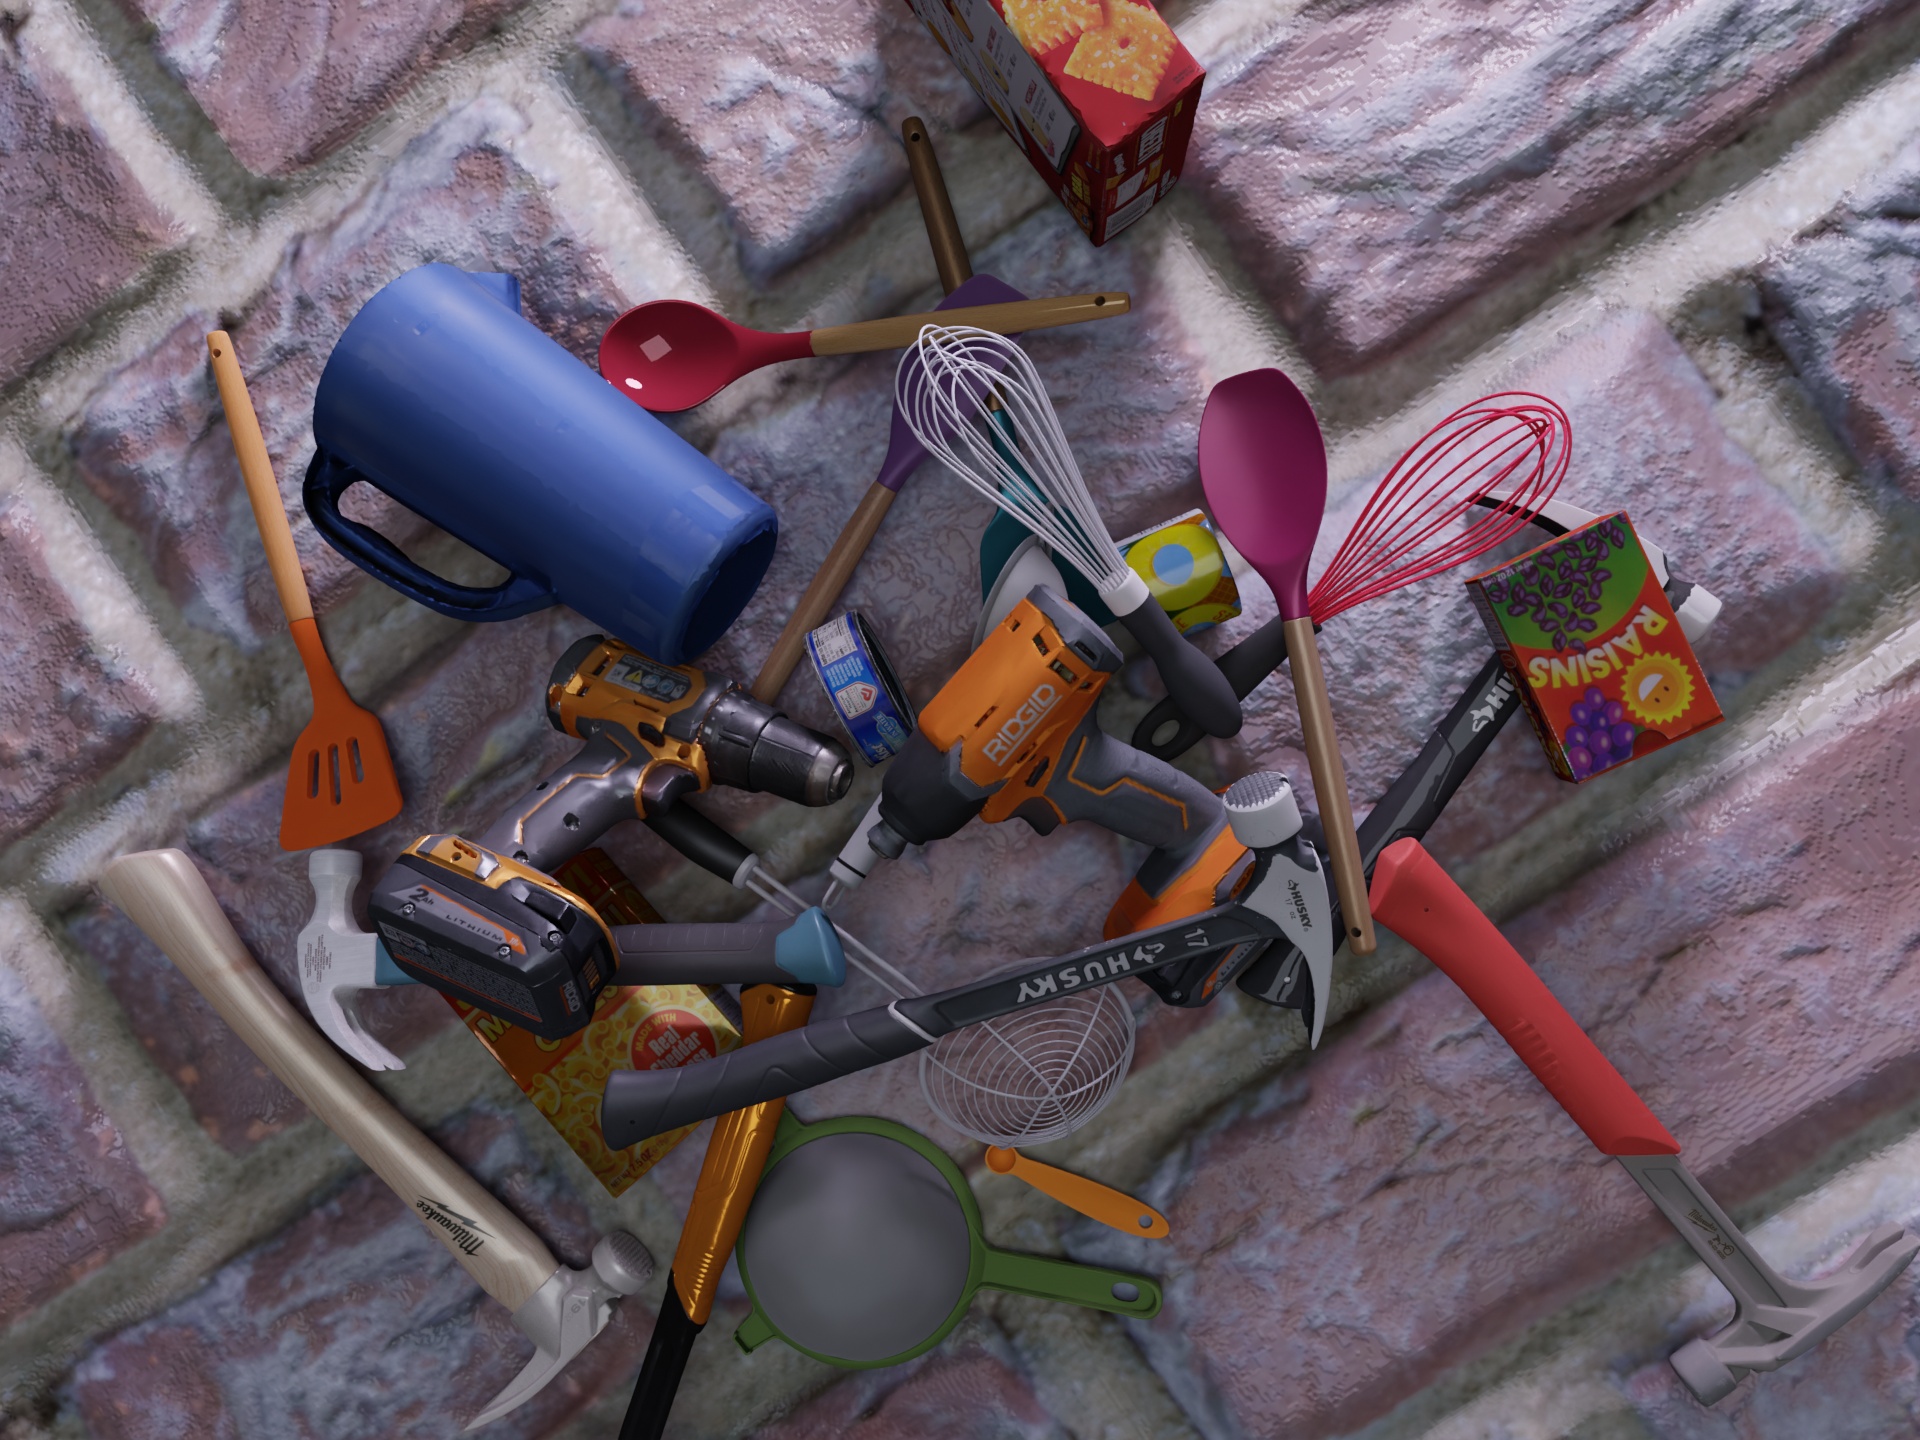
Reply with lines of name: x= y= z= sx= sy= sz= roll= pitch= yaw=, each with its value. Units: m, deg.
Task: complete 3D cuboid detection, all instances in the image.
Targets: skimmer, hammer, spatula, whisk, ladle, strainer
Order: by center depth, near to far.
whisk: x=0.066 y=-0.091 z=0.824 sx=0.070 sy=0.070 sz=0.284 roll=-39 pitch=115 yaw=5
hammer: x=-0.003 y=0.155 z=0.833 sx=0.409 sy=0.036 sz=0.149 roll=-19 pitch=112 yaw=10
whisk: x=0.207 y=-0.070 z=0.874 sx=0.296 sy=0.073 sz=0.073 roll=-41 pitch=87 yaw=20
hammer: x=0.358 y=0.203 z=0.874 sx=0.149 sy=0.037 sz=0.359 roll=-40 pitch=93 yaw=5
strainer: x=-0.001 y=-0.003 z=0.875 sx=0.050 sy=0.086 sz=0.258 roll=32 pitch=86 yaw=18
hammer: x=-0.140 y=0.305 z=0.893 sx=0.127 sy=0.034 sz=0.337 roll=17 pitch=90 yaw=25
hammer: x=0.266 y=0.024 z=0.899 sx=0.146 sy=0.035 sz=0.335 roll=37 pitch=94 yaw=3
hammer: x=-0.225 y=0.132 z=0.899 sx=0.331 sy=0.033 sz=0.128 roll=-3 pitch=79 yaw=14
ladle: x=-0.059 y=-0.219 z=0.905 sx=0.315 sy=0.031 sz=0.069 roll=-3 pitch=85 yaw=17
strainer: x=-0.012 y=0.319 z=0.913 sx=0.256 sy=0.069 sz=0.151 roll=8 pitch=92 yaw=7
spatula: x=-0.058 y=-0.115 z=0.924 sx=0.060 sy=0.018 sz=0.316 roll=35 pitch=101 yaw=22
spatula: x=0.014 y=-0.200 z=0.929 sx=0.082 sy=0.044 sz=0.317 roll=-16 pitch=85 yaw=7
skimmer: x=-0.066 y=0.119 z=0.937 sx=0.363 sy=0.090 sz=0.127 roll=34 pitch=106 yaw=15
spatula: x=-0.410 y=-0.084 z=0.963 sx=0.081 sy=0.041 sz=0.322 roll=-18 pitch=88 yaw=7
hammer: x=-0.378 y=0.240 z=0.967 sx=0.410 sy=0.038 sz=0.146 roll=44 pitch=96 yaw=4

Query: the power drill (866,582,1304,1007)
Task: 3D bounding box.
power drill: x=0.067 y=0.056 z=0.854 sx=0.226 sy=0.084 sz=0.164 roll=41 pitch=95 yaw=-23

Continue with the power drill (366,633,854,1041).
power drill: x=-0.181 y=0.059 z=0.862 sx=0.185 sy=0.084 sz=0.226 roll=19 pitch=52 yaw=17

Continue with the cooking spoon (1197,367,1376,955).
cooking spoon: x=0.185 y=-0.029 z=0.852 sx=0.069 sy=0.017 sz=0.319 roll=-11 pitch=93 yaw=26

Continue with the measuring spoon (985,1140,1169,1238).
measuring spoon: x=0.069 y=0.276 z=0.936 sx=0.117 sy=0.011 sz=0.021 roll=24 pitch=95 yaw=1
